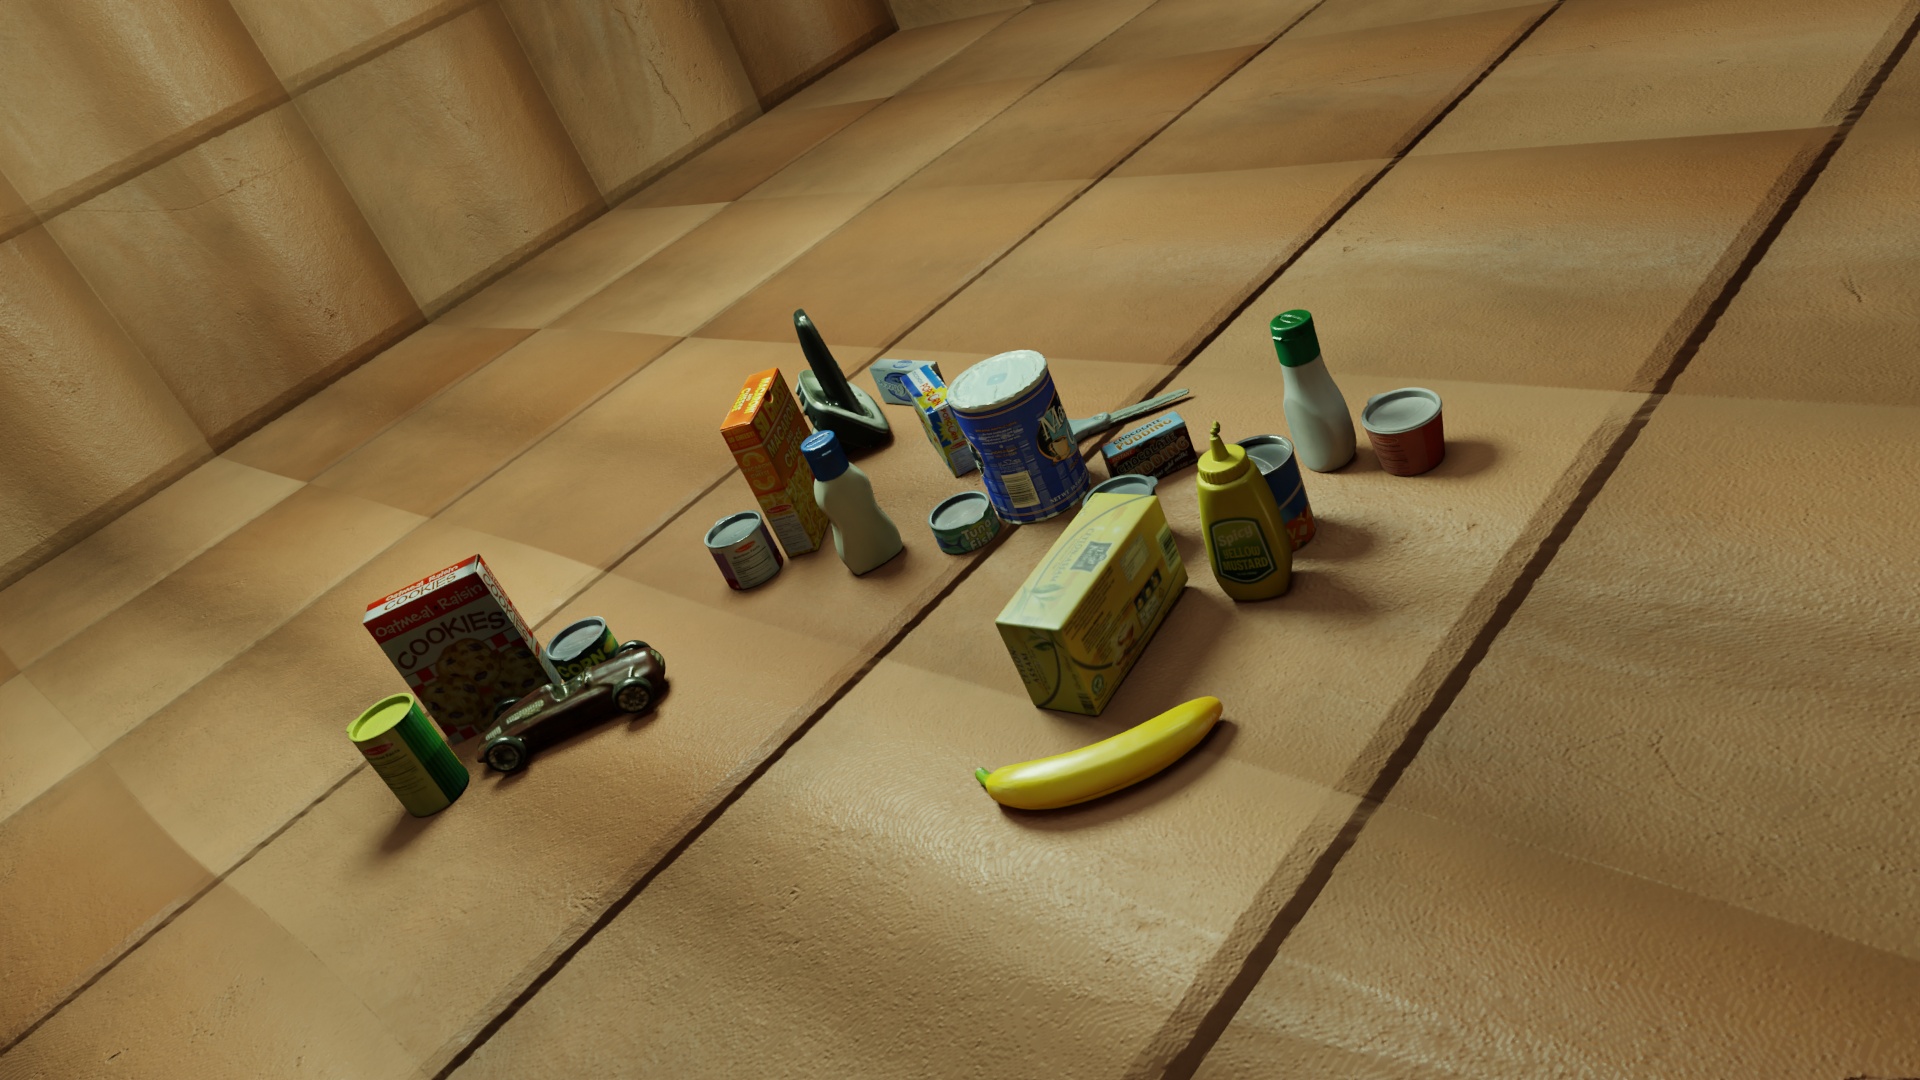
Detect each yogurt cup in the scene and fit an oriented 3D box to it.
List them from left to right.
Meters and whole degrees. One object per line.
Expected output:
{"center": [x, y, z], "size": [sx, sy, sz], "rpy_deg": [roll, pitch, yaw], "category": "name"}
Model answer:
{"center": [0.387, -0.092, 1.204], "size": [0.072, 0.053, 0.073], "rpy_deg": [-18, 30, 11], "category": "yogurt cup"}

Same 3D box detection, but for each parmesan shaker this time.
{"center": [-0.530, 0.207, 1.334], "size": [0.071, 0.102, 0.071], "rpy_deg": [-18, 30, 11], "category": "parmesan shaker"}

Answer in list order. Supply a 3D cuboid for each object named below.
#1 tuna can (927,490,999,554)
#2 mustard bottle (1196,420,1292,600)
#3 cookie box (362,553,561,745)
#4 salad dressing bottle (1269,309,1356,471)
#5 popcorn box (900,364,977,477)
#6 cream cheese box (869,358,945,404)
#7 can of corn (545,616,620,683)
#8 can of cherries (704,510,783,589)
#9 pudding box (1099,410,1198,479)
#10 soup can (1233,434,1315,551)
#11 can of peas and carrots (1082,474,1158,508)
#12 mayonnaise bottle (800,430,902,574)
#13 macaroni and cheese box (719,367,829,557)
{"center": [0.005, -0.017, 1.380], "size": [0.071, 0.032, 0.071], "rpy_deg": [-18, 30, 11], "category": "tuna can"}
{"center": [0.220, -0.025, 1.109], "size": [0.065, 0.159, 0.049], "rpy_deg": [-9, 33, 25], "category": "mustard bottle"}
{"center": [-0.499, 0.111, 1.402], "size": [0.123, 0.166, 0.040], "rpy_deg": [-25, 29, -1], "category": "cookie box"}
{"center": [0.310, -0.132, 1.230], "size": [0.044, 0.147, 0.064], "rpy_deg": [-34, 31, -17], "category": "salad dressing bottle"}
{"center": [-0.021, -0.134, 1.534], "size": [0.038, 0.085, 0.127], "rpy_deg": [-27, 29, -4], "category": "popcorn box"}
{"center": [-0.061, -0.192, 1.689], "size": [0.104, 0.053, 0.024], "rpy_deg": [10, 44, 45], "category": "cream cheese box"}
{"center": [-0.376, 0.121, 1.406], "size": [0.071, 0.058, 0.071], "rpy_deg": [-18, 30, 11], "category": "can of corn"}
{"center": [-0.231, 0.009, 1.482], "size": [0.071, 0.058, 0.072], "rpy_deg": [-18, 30, 11], "category": "can of cherries"}
{"center": [0.182, -0.085, 1.344], "size": [0.084, 0.049, 0.030], "rpy_deg": [-25, 29, -1], "category": "pudding box"}
{"center": [0.257, -0.036, 1.177], "size": [0.071, 0.083, 0.072], "rpy_deg": [-18, 30, 11], "category": "soup can"}
{"center": [0.152, -0.019, 1.250], "size": [0.071, 0.058, 0.071], "rpy_deg": [-18, 30, 11], "category": "can of peas and carrots"}
{"center": [-0.113, -0.040, 1.385], "size": [0.065, 0.147, 0.041], "rpy_deg": [-31, 30, -11], "category": "mayonnaise bottle"}
{"center": [-0.190, -0.085, 1.496], "size": [0.040, 0.165, 0.124], "rpy_deg": [-14, 31, 18], "category": "macaroni and cheese box"}
